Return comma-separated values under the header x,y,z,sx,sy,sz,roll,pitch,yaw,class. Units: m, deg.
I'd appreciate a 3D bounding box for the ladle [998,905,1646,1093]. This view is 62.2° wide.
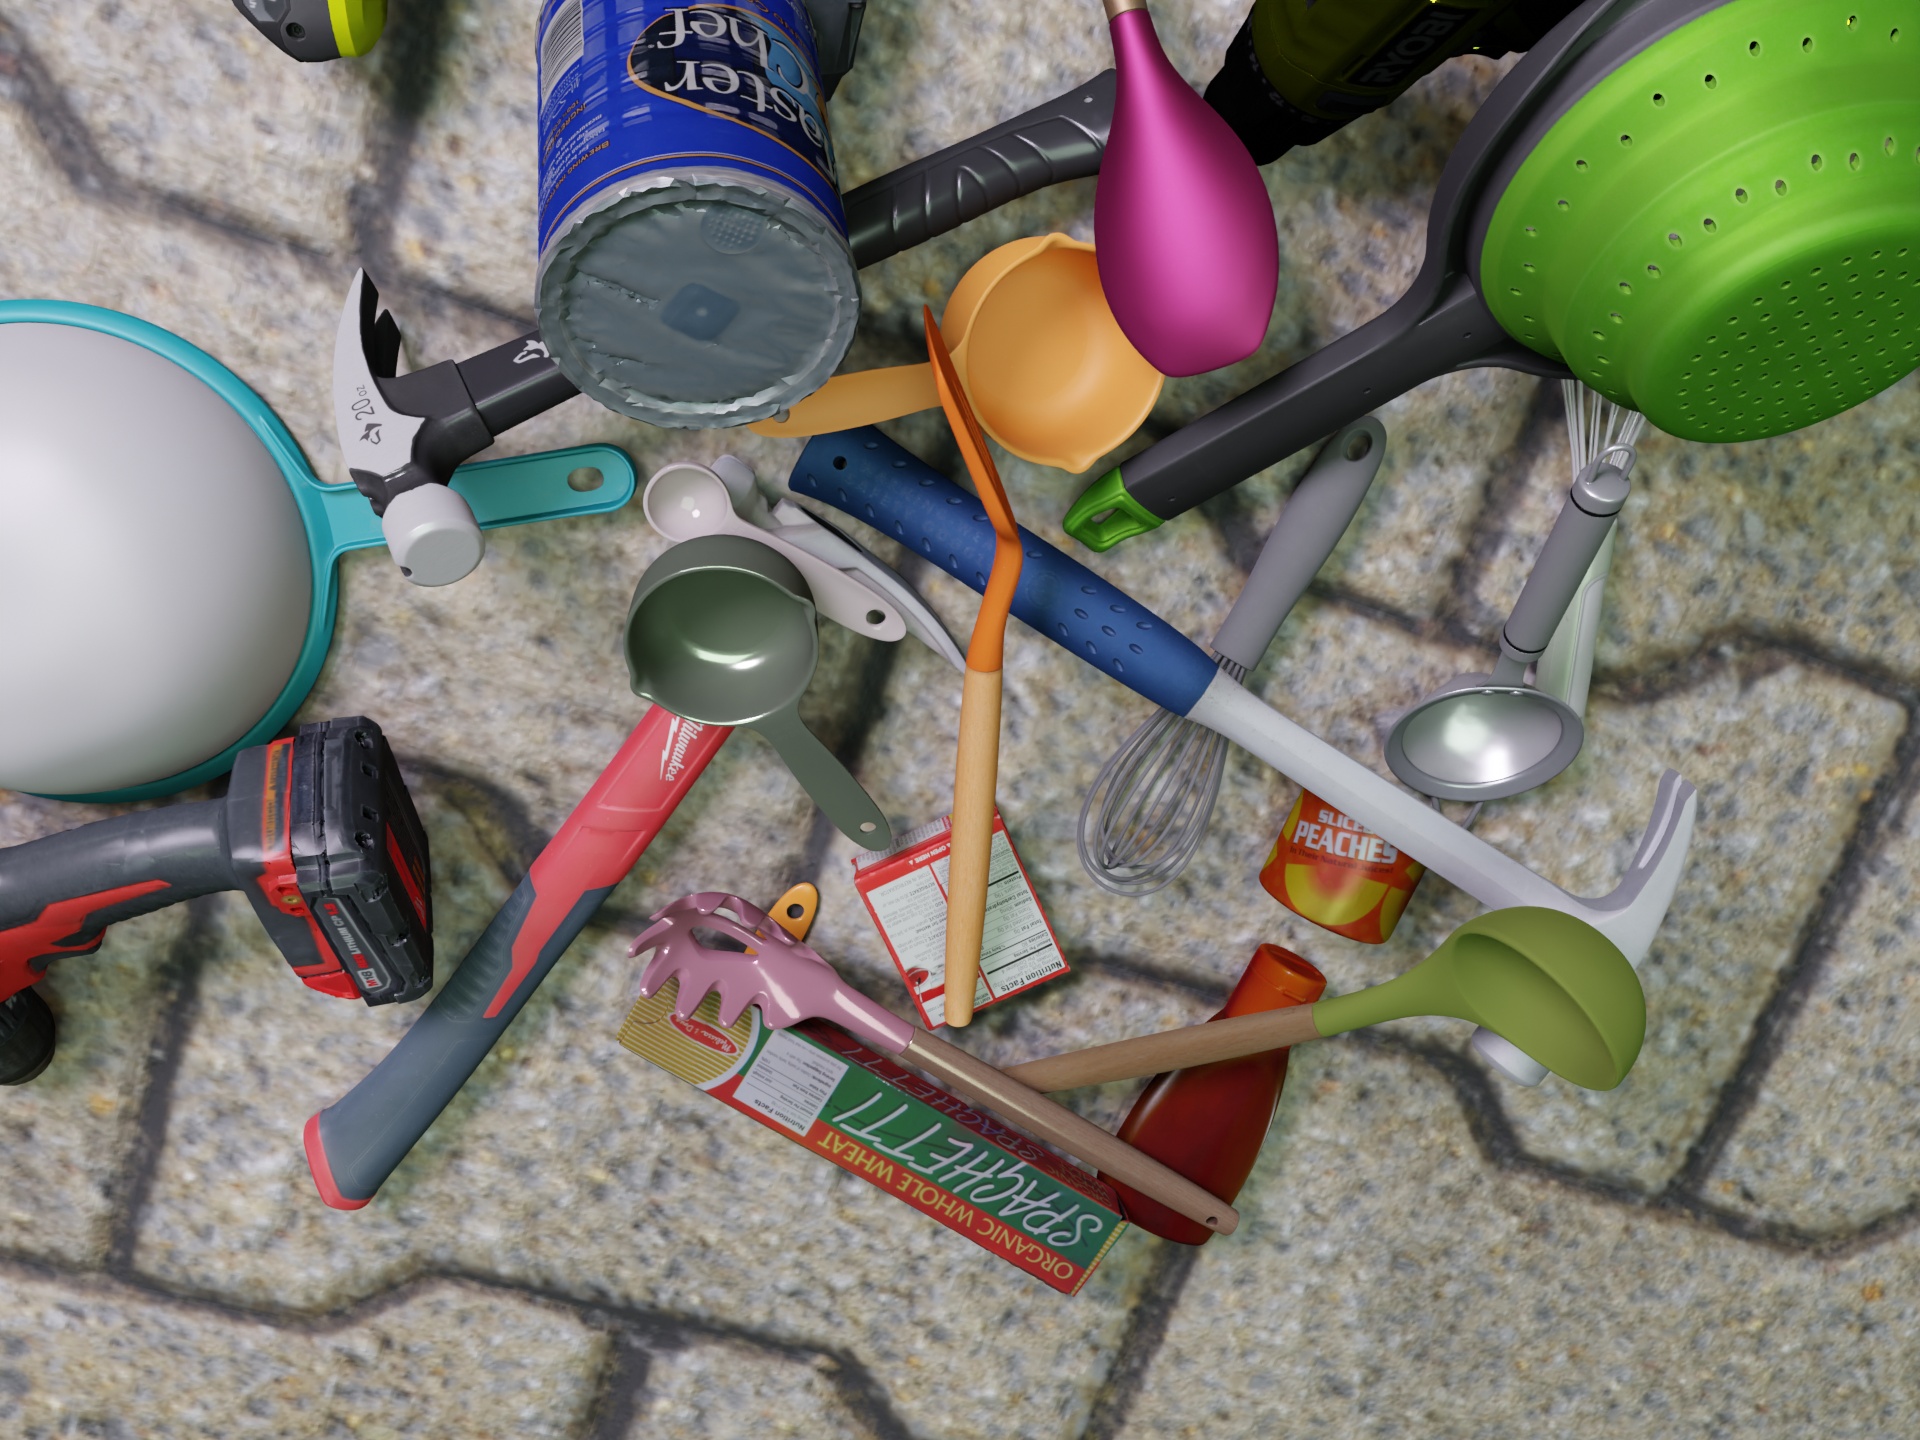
x,y,z,sx,sy,sz,roll,pitch,yaw,class
0.126,0.140,0.673,0.320,0.062,0.078,-21,111,36,ladle

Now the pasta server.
x,y,z,sx,sy,sz,roll,pitch,yaw,class
-0.002,0.162,0.716,0.316,0.040,0.060,32,114,-12,pasta server

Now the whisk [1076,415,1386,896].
x,y,z,sx,sy,sz,roll,pitch,yaw,class
0.124,-0.027,0.706,0.055,0.055,0.239,27,98,-14,whisk

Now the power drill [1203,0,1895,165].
x,y,z,sx,sy,sz,roll,pitch,yaw,class
0.216,-0.255,0.589,0.228,0.190,0.080,-3,85,-17,power drill

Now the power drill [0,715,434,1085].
x,y,z,sx,sy,sz,roll,pitch,yaw,class
-0.338,0.086,0.651,0.226,0.080,0.187,-8,145,-10,power drill

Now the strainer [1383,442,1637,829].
x,y,z,sx,sy,sz,roll,pitch,yaw,class
0.235,-0.031,0.666,0.087,0.050,0.258,3,149,3,strainer

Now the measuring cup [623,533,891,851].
x,y,z,sx,sy,sz,roll,pitch,yaw,class
-0.073,-0.008,0.660,0.083,0.038,0.167,-25,127,14,measuring cup

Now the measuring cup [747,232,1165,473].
x,y,z,sx,sy,sz,roll,pitch,yaw,class
-0.005,-0.142,0.640,0.173,0.052,0.095,-14,115,-11,measuring cup

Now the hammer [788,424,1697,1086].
x,y,z,sx,sy,sz,roll,pitch,yaw,class
0.113,-0.011,0.663,0.405,0.035,0.144,33,103,-1,hammer

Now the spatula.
x,y,z,sx,sy,sz,roll,pitch,yaw,class
-0.001,-0.002,0.645,0.041,0.081,0.322,1,121,-5,spatula

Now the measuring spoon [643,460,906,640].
x,y,z,sx,sy,sz,roll,pitch,yaw,class
-0.073,-0.068,0.650,0.124,0.018,0.034,31,115,-24,measuring spoon

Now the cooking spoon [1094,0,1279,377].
x,y,z,sx,sy,sz,roll,pitch,yaw,class
0.056,-0.286,0.589,0.069,0.017,0.319,-13,92,21,cooking spoon

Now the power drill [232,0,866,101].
x,y,z,sx,sy,sz,roll,pitch,yaw,class
-0.143,-0.300,0.571,0.223,0.080,0.171,-1,122,-9,power drill

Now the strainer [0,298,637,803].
x,y,z,sx,sy,sz,roll,pitch,yaw,class
-0.299,-0.064,0.621,0.340,0.095,0.211,-9,108,-2,strainer

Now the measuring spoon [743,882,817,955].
x,y,z,sx,sy,sz,roll,pitch,yaw,class
-0.099,0.126,0.746,0.021,0.011,0.117,28,102,-14,measuring spoon

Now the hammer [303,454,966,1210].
x,y,z,sx,sy,sz,roll,pitch,yaw,class
-0.159,0.077,0.711,0.143,0.038,0.386,35,100,-17,hammer

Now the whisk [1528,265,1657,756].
x,y,z,sx,sy,sz,roll,pitch,yaw,class
0.280,-0.097,0.703,0.058,0.059,0.246,-16,117,-36,whisk

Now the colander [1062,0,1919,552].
x,y,z,sx,sy,sz,roll,pitch,yaw,class
0.210,-0.129,0.582,0.397,0.095,0.204,-27,147,30,colander

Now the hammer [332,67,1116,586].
x,y,z,sx,sy,sz,roll,pitch,yaw,class
-0.081,-0.176,0.615,0.335,0.146,0.035,-27,147,-8,hammer
